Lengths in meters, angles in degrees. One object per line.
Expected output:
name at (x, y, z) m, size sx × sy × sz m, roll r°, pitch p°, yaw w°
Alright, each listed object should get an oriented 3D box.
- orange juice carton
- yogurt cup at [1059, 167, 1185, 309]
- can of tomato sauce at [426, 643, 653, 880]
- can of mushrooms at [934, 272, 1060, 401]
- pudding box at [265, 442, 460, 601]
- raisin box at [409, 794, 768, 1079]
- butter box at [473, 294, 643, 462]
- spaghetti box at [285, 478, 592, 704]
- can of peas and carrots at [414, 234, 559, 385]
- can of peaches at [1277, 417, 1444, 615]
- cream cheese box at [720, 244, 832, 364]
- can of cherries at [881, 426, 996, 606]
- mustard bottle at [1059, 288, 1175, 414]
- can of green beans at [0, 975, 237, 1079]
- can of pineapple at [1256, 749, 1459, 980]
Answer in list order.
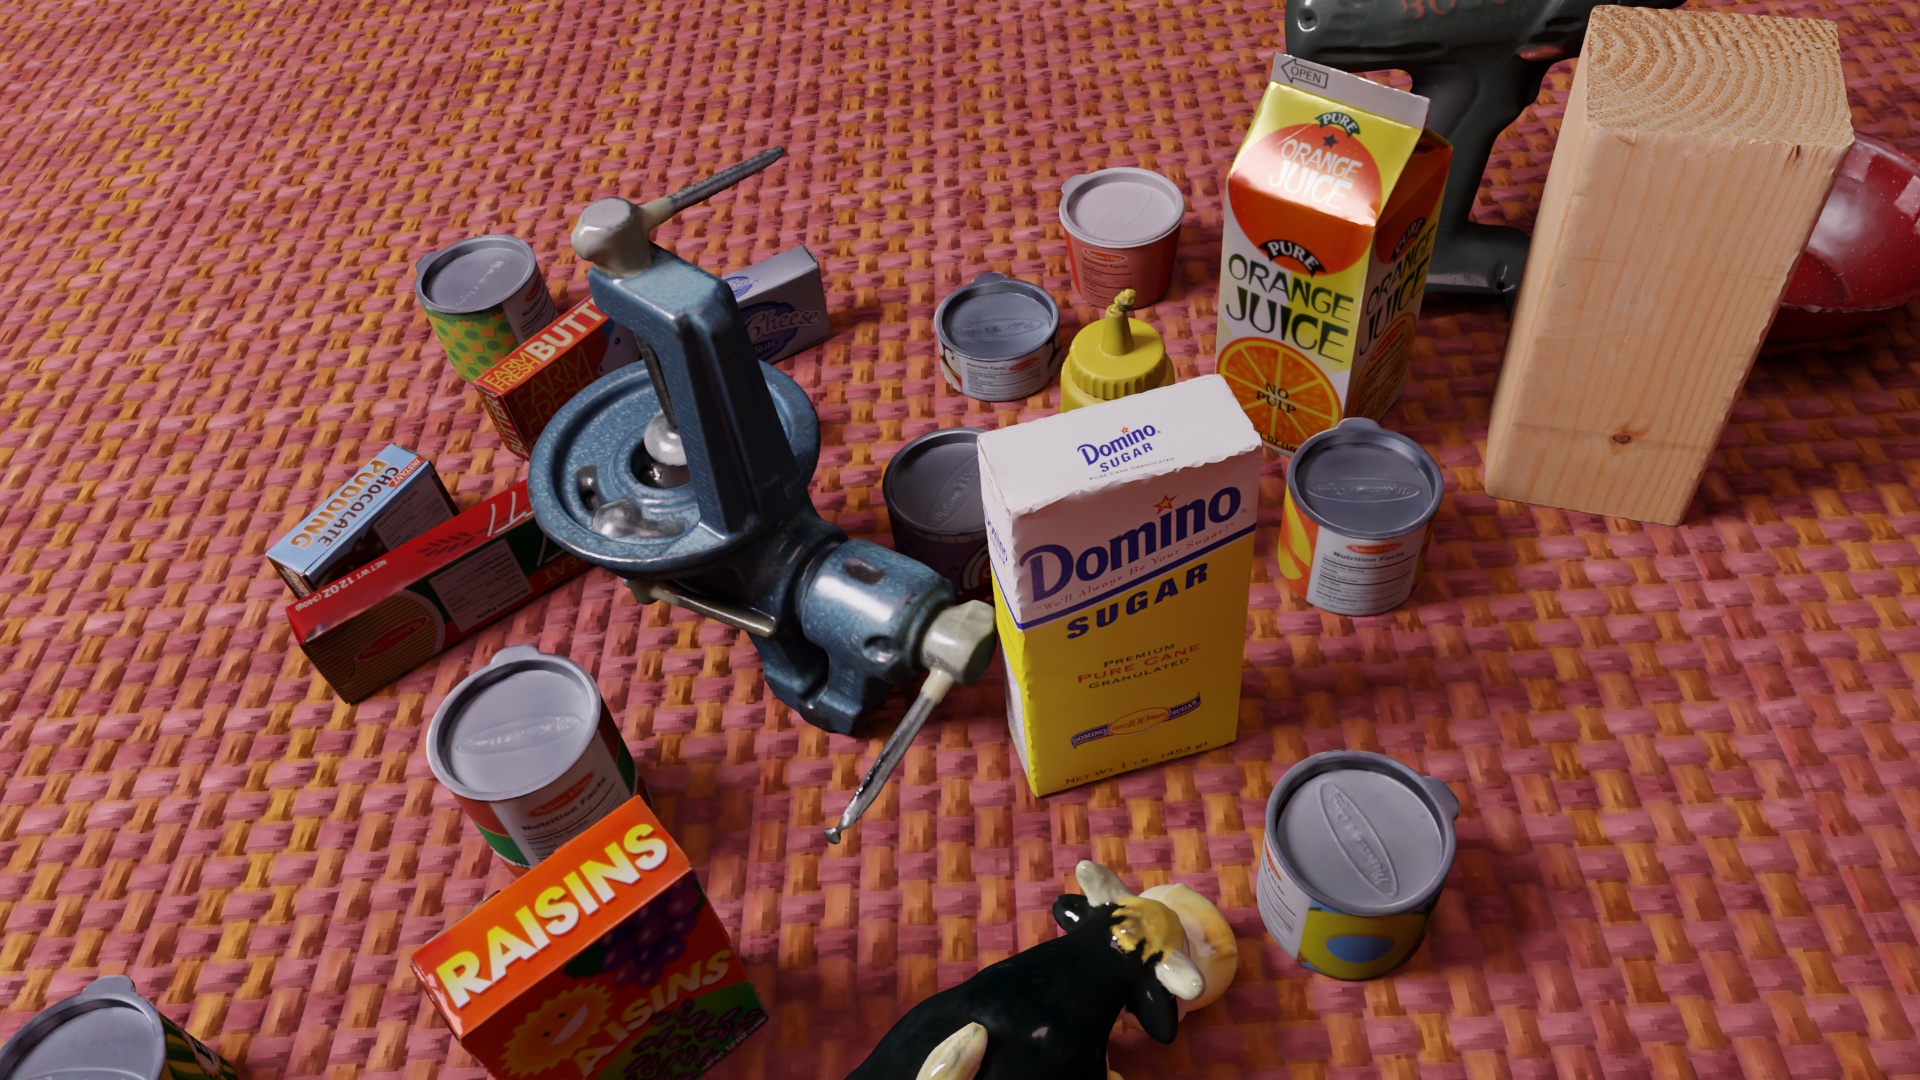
orange juice carton at (0.168, -0.129, 0.638) m, size 0.072 × 0.191 × 0.073 m, roll 29°, pitch 59°, yaw 27°
yogurt cup at (0.090, -0.165, 0.769) m, size 0.072 × 0.053 × 0.073 m, roll -3°, pitch 49°, yaw 4°
can of tomato sauce at (-0.166, 0.094, 0.558) m, size 0.071 × 0.082 × 0.071 m, roll -3°, pitch 49°, yaw 4°
can of mushrooms at (0.020, -0.109, 0.743) m, size 0.071 × 0.033 × 0.071 m, roll -3°, pitch 49°, yaw 4°
pudding box at (-0.288, -0.001, 0.676) m, size 0.030 × 0.049 × 0.084 m, roll 21°, pitch 55°, yaw 23°
raisin box at (-0.121, 0.153, 0.476) m, size 0.086 × 0.122 × 0.040 m, roll -34°, pitch 54°, yaw -21°
butter box at (-0.205, -0.092, 0.742) m, size 0.024 × 0.052 × 0.104 m, roll 29°, pitch 59°, yaw 27°
spaghetti box at (-0.193, -0.009, 0.671) m, size 0.251 × 0.050 × 0.029 m, roll -32°, pitch 54°, yaw -20°
can of peas and carrots at (-0.263, -0.128, 0.776) m, size 0.071 × 0.058 × 0.071 m, roll -3°, pitch 49°, yaw 4°
can of peaches at (0.178, -0.010, 0.624) m, size 0.071 × 0.057 × 0.071 m, roll -3°, pitch 49°, yaw 4°
cream cheese box at (-0.122, -0.116, 0.753) m, size 0.104 × 0.053 × 0.024 m, roll -26°, pitch 52°, yaw -15°
can of cherries at (0.002, -0.008, 0.642) m, size 0.071 × 0.058 × 0.072 m, roll -3°, pitch 49°, yaw 4°
mustard bottle at (0.068, -0.048, 0.602) m, size 0.049 × 0.159 × 0.065 m, roll -12°, pitch 49°, yaw -3°
can of green beans at (-0.303, 0.204, 0.497) m, size 0.071 × 0.057 × 0.071 m, roll -3°, pitch 49°, yaw 4°
can of pineapple at (0.147, 0.121, 0.516) m, size 0.071 × 0.057 × 0.071 m, roll -3°, pitch 49°, yaw 4°
